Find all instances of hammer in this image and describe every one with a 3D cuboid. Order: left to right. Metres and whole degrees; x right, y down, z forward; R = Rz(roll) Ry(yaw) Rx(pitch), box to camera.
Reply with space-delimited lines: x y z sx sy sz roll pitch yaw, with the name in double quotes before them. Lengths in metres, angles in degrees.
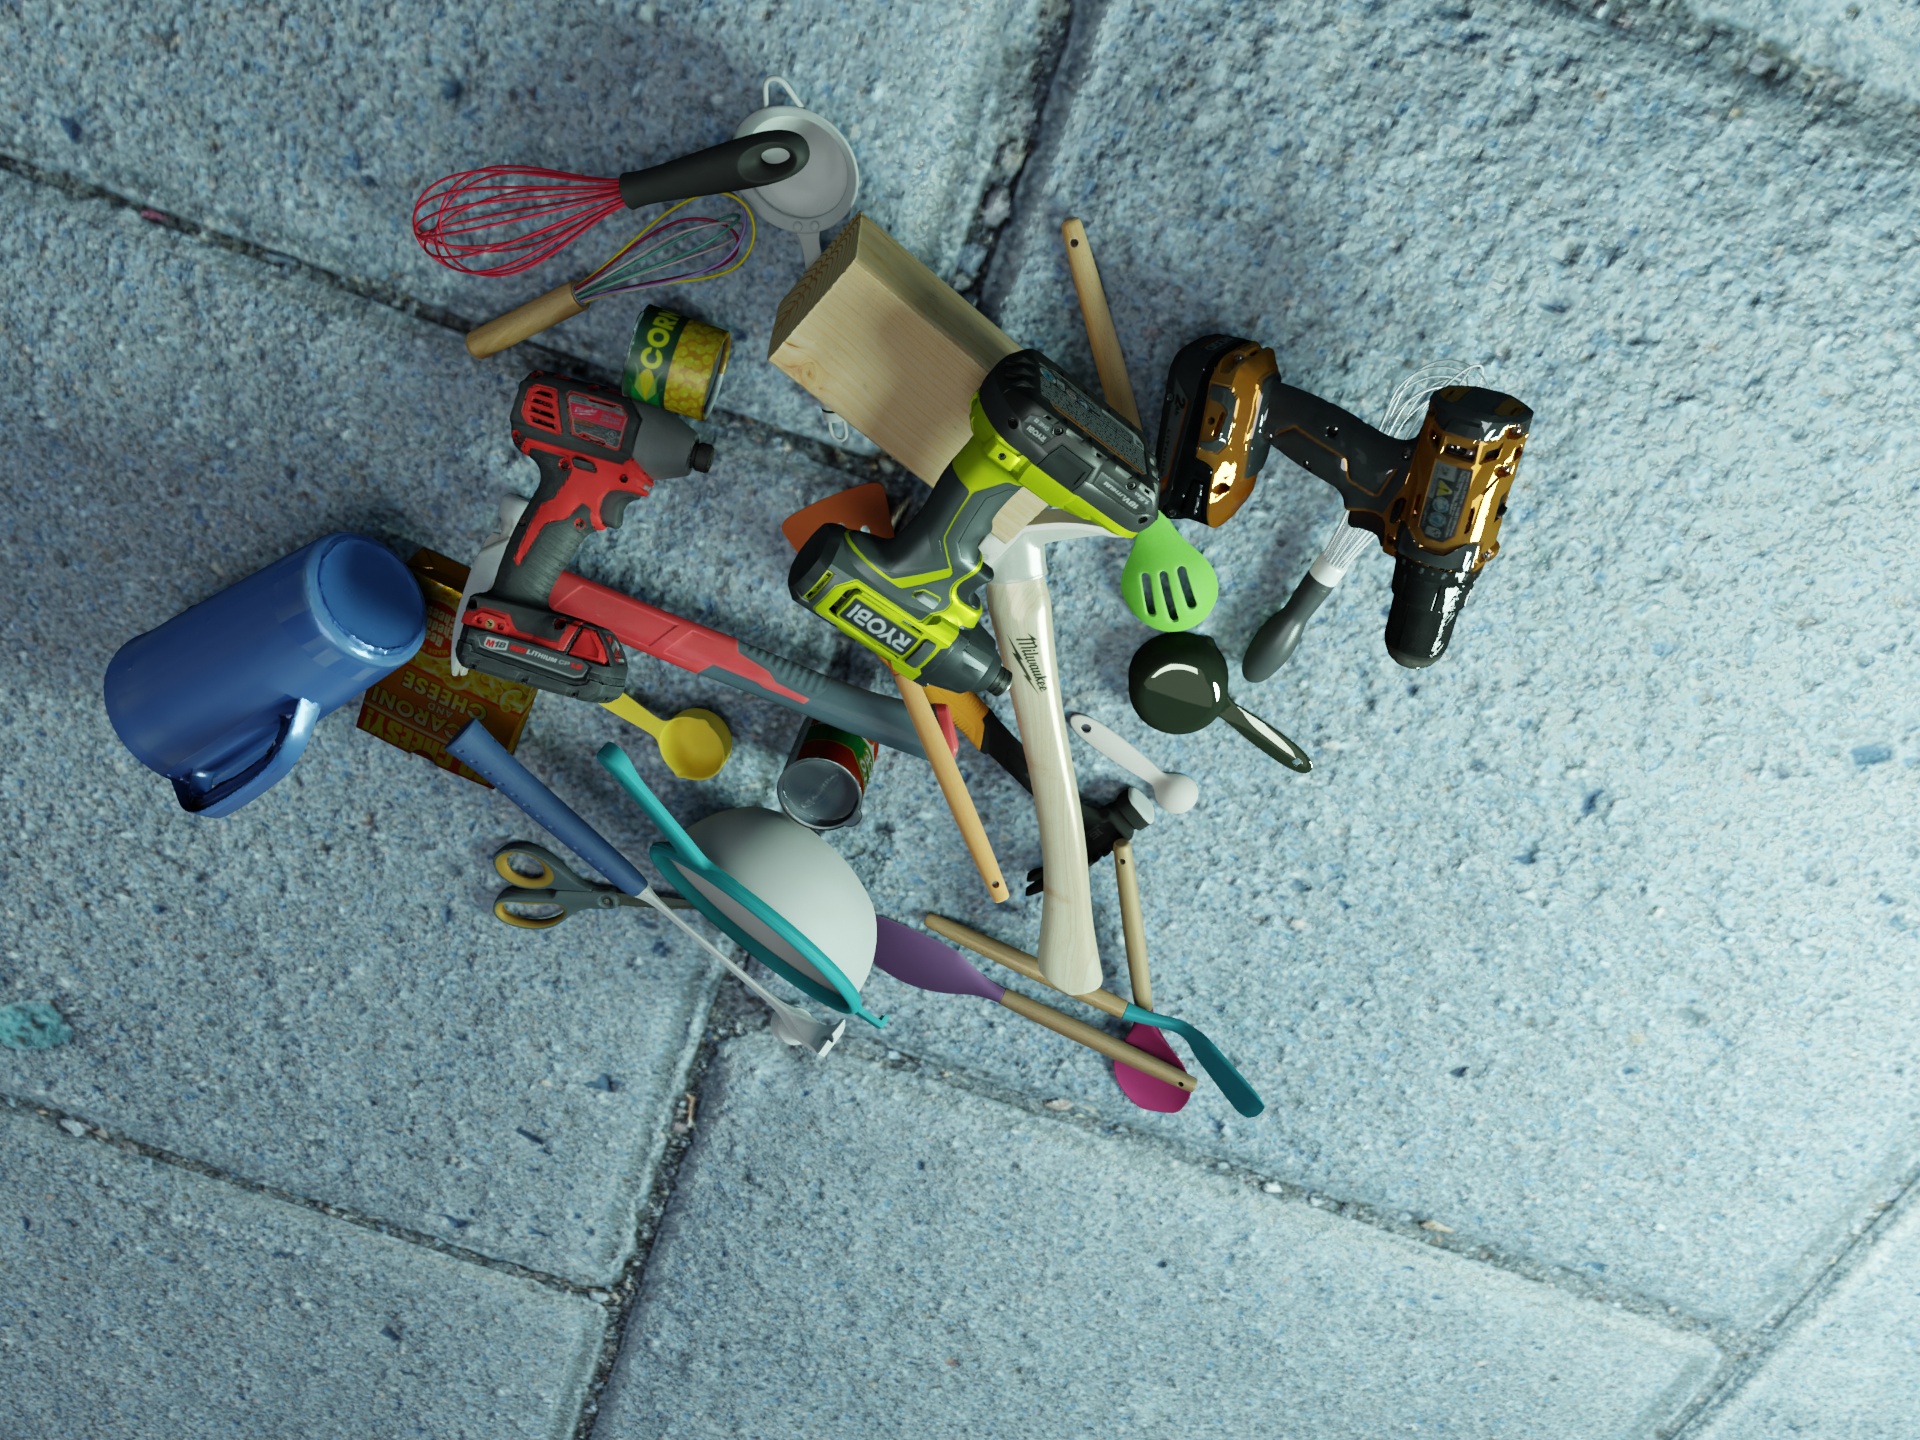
"hammer" -0.252 0.144 1.302 0.405 0.035 0.144 44 161 -17
"hammer" -0.187 -0.034 1.198 0.386 0.038 0.143 22 94 -1
"hammer" -0.002 -0.004 1.237 0.127 0.034 0.336 -36 109 24
"hammer" 0.078 0.036 1.210 0.146 0.038 0.410 -6 118 8

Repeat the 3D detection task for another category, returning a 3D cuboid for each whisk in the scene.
"whisk" -0.234 -0.342 1.038 0.296 0.073 0.073 -6 119 19
"whisk" -0.243 -0.296 1.090 0.245 0.051 0.047 -17 136 25
"whisk" 0.274 -0.130 1.111 0.070 0.070 0.284 26 125 -7

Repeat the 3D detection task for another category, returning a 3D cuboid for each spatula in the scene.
"spatula" -0.033 -0.015 1.167 0.081 0.041 0.322 -24 98 -2
"spatula" 0.058 0.250 1.374 0.316 0.018 0.059 24 123 1
"spatula" 0.110 0.240 1.329 0.317 0.044 0.082 24 161 7

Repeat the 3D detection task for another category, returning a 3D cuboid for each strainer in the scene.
"strainer" -0.163 0.098 1.232 0.211 0.095 0.340 23 155 39
"strainer" -0.099 -0.306 1.072 0.087 0.050 0.258 5 127 15

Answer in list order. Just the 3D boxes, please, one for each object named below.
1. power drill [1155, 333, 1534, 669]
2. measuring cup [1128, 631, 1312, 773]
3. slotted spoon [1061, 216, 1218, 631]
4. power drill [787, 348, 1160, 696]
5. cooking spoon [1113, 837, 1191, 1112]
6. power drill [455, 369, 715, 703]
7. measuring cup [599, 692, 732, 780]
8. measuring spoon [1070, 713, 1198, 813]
"power drill" 0.242 -0.145 1.044 0.226 0.084 0.185 22 124 25
"measuring cup" 0.201 0.000 1.205 0.167 0.038 0.083 34 119 -9
"slotted spoon" 0.118 -0.195 1.112 0.070 0.031 0.313 -11 117 17
"power drill" 0.018 -0.116 1.038 0.171 0.080 0.223 33 123 -23
"cooking spoon" 0.152 0.223 1.339 0.069 0.017 0.318 4 128 20
"power drill" -0.267 -0.129 1.137 0.143 0.078 0.219 15 90 -1
"measuring cup" -0.253 -0.009 1.282 0.156 0.029 0.062 32 120 3
"measuring spoon" 0.135 0.035 1.248 0.124 0.018 0.034 36 119 -12
